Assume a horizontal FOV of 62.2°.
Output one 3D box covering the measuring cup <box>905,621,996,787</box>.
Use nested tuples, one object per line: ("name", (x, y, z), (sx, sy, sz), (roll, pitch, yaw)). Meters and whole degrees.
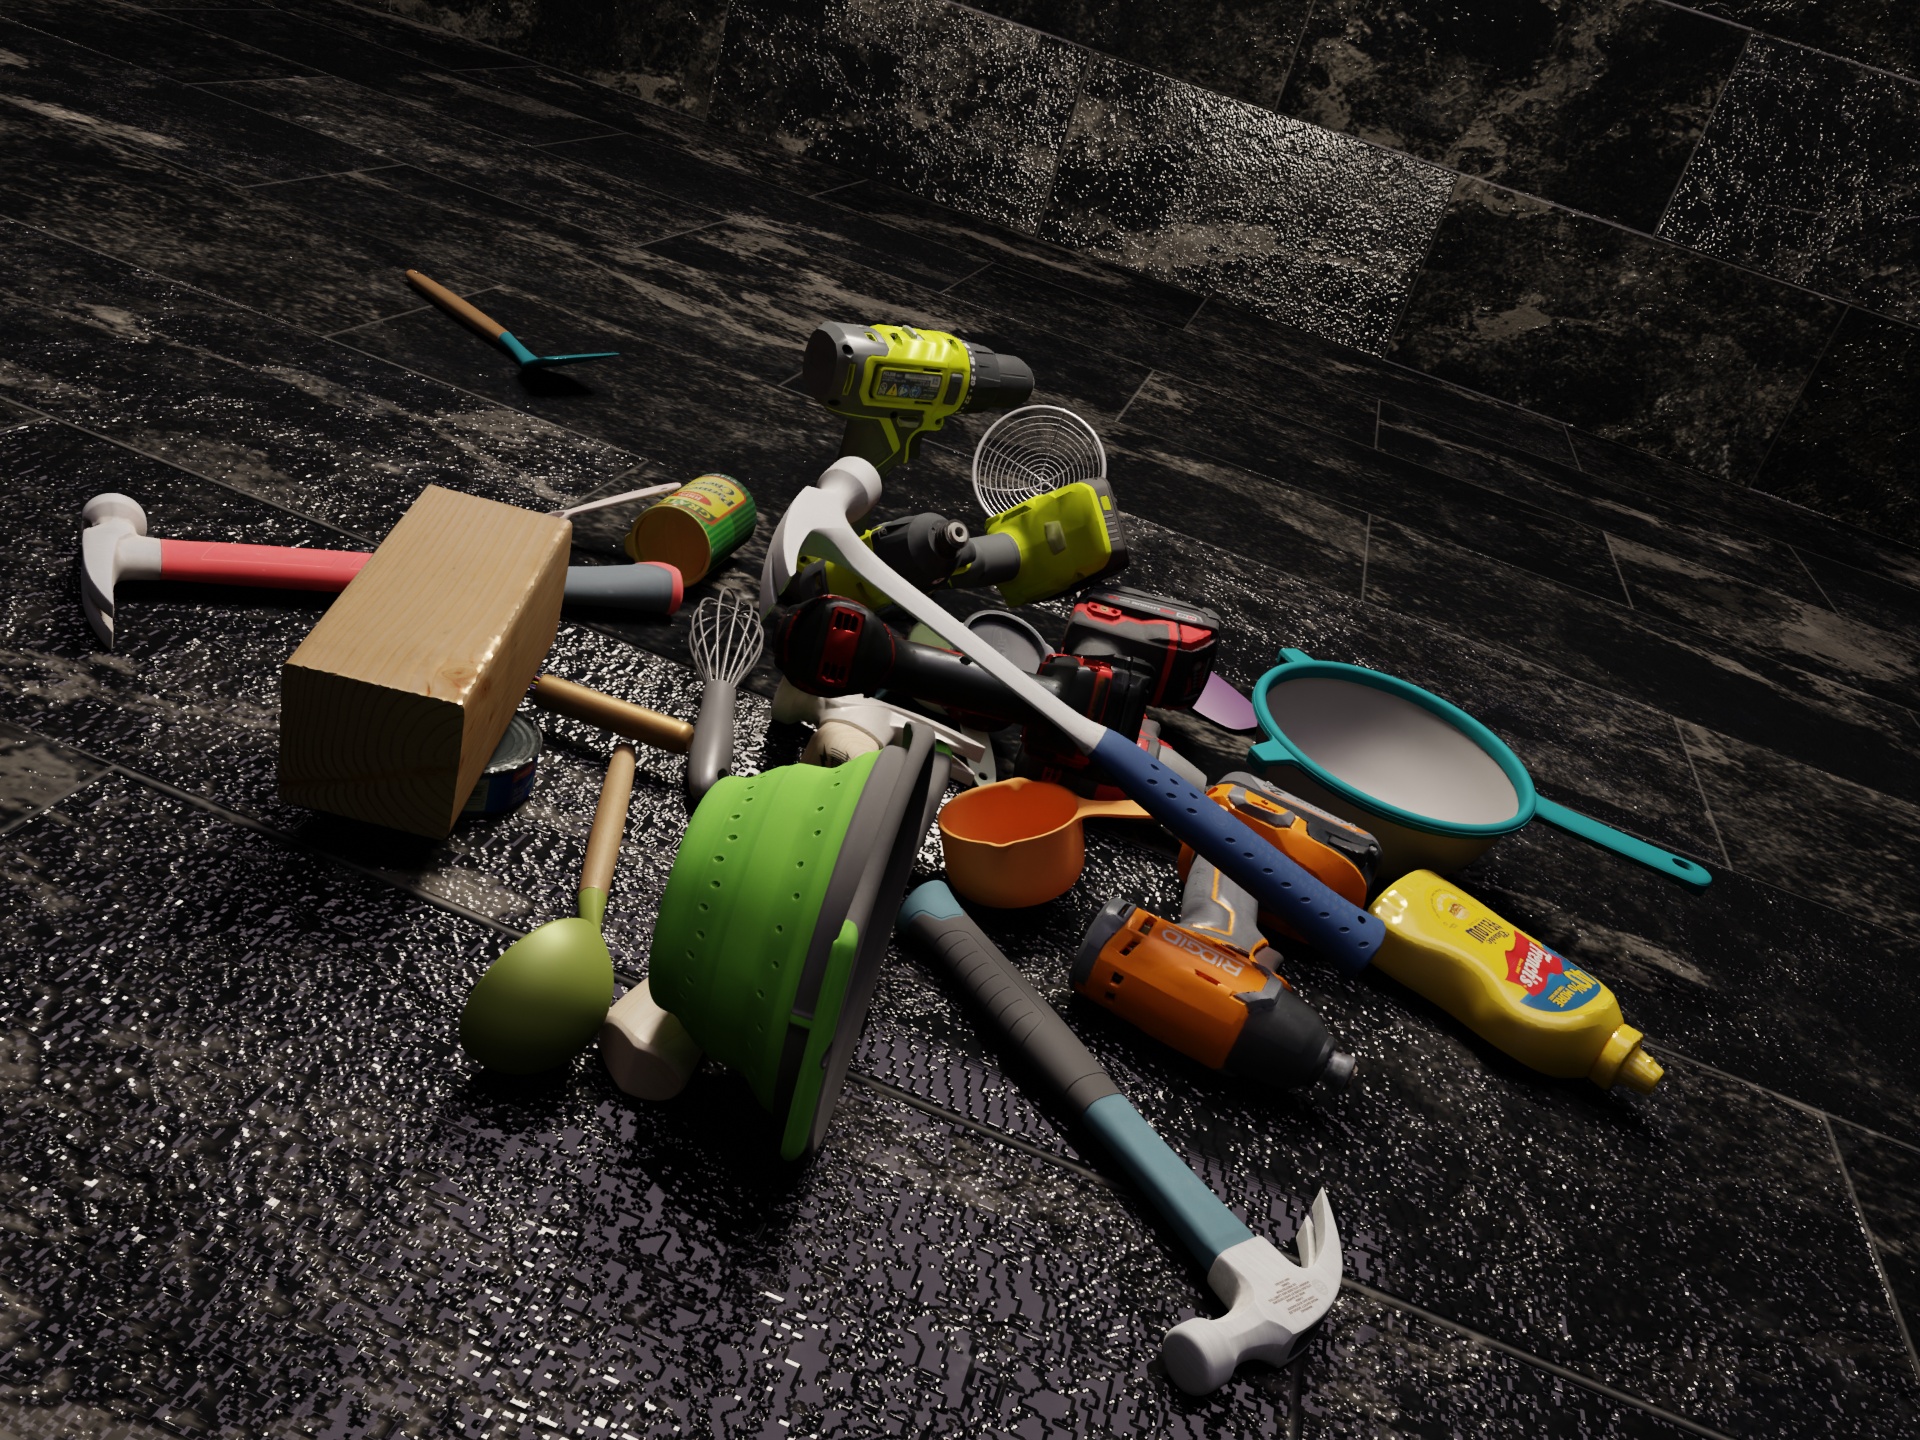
("measuring cup", (-0.002, -0.004, 1.148), (0.083, 0.038, 0.168), (8, 45, -23))

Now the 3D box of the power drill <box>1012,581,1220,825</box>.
("power drill", (0.126, -0.006, 1.155), (0.143, 0.078, 0.220), (15, 36, 5))

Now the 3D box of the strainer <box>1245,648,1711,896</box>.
("strainer", (0.355, 0.075, 1.145), (0.340, 0.095, 0.211), (24, 30, 6))

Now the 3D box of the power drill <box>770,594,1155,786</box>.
("power drill", (-0.010, -0.026, 1.008), (0.226, 0.080, 0.188), (14, 0, -11))

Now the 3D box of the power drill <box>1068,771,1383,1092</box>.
("power drill", (0.179, 0.129, 0.952), (0.164, 0.084, 0.226), (27, 32, 16))

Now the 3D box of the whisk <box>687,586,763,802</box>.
("whisk", (-0.161, -0.019, 1.058), (0.055, 0.055, 0.239), (12, 31, -11))

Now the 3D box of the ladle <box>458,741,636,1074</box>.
("ladle", (-0.204, 0.077, 0.841), (0.062, 0.078, 0.320), (22, 19, -14))

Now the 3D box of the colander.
("colander", (-0.072, 0.068, 0.806), (0.094, 0.204, 0.397), (16, 17, 3))

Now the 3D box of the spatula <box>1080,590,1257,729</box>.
("spatula", (0.152, -0.079, 1.392), (0.059, 0.018, 0.316), (-9, 38, -32))

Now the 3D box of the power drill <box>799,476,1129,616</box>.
("power drill", (0.013, -0.124, 1.193), (0.223, 0.080, 0.171), (-14, -3, -38))

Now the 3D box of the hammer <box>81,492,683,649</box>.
("hammer", (-0.370, -0.090, 1.069), (0.386, 0.038, 0.143), (1, 33, -30))

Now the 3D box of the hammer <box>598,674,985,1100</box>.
("hammer", (-0.093, 0.084, 0.916), (0.146, 0.038, 0.411), (21, 27, 3))

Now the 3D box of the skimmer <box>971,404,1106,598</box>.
("skimmer", (0.092, -0.155, 1.395), (0.127, 0.090, 0.364), (-20, 37, 6))

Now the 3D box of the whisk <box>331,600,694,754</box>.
("whisk", (-0.281, -0.027, 0.987), (0.245, 0.047, 0.051), (19, 28, 6))

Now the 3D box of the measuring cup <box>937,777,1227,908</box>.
("measuring cup", (0.074, 0.076, 0.959), (0.173, 0.052, 0.095), (-2, 22, 9))

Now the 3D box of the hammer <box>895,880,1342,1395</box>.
("hammer", (0.064, 0.190, 0.815), (0.128, 0.033, 0.331), (-5, 35, -37))

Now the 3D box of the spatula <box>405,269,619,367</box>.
("spatula", (-0.467, -0.401, 1.589), (0.318, 0.044, 0.082), (35, 35, 31))

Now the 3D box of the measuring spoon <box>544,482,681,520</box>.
("measuring spoon", (-0.275, -0.161, 1.232), (0.124, 0.018, 0.034), (-16, 24, -6))

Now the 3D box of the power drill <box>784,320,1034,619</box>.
("power drill", (-0.048, -0.198, 1.257), (0.190, 0.228, 0.080), (-2, 33, -35))

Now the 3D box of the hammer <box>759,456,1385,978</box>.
("hammer", (0.064, 0.009, 0.876), (0.405, 0.035, 0.144), (38, 35, -3))
